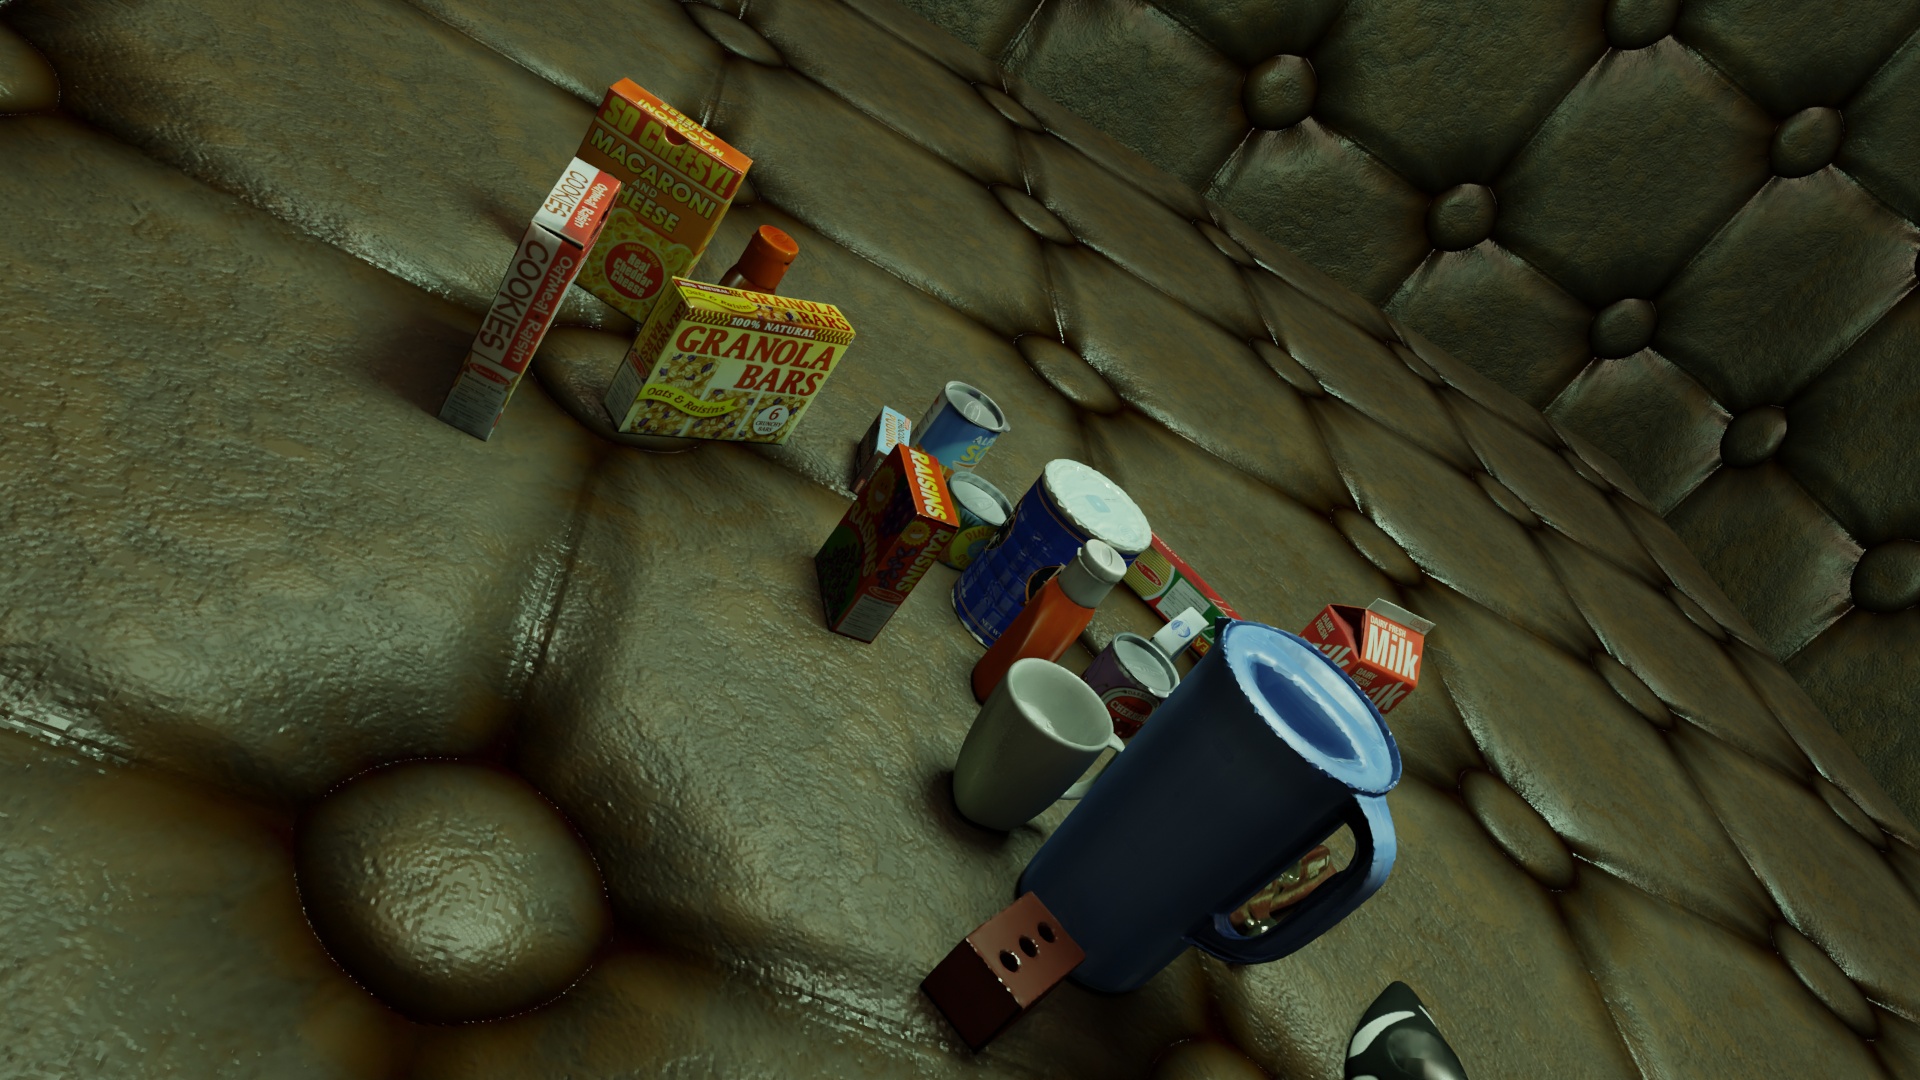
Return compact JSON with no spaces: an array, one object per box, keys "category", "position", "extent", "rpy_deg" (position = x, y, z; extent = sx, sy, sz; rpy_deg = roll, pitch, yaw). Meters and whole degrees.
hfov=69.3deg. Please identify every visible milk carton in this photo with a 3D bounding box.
[{"category":"milk carton","position":[0.318,0.125,1.194],"extent":[0.072,0.189,0.074],"rpy_deg":[22,31,-27]}]

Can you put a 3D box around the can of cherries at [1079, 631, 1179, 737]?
[{"category":"can of cherries","position":[0.135,0.119,1.132],"extent":[0.071,0.058,0.072],"rpy_deg":[28,29,-17]}]

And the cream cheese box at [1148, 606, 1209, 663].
[{"category":"cream cheese box","position":[0.180,0.096,1.224],"extent":[0.024,0.053,0.104],"rpy_deg":[44,28,12]}]

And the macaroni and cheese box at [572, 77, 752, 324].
[{"category":"macaroni and cheese box","position":[-0.267,-0.275,1.152],"extent":[0.123,0.165,0.040],"rpy_deg":[32,28,-11]}]

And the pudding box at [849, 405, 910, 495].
[{"category":"pudding box","position":[-0.068,-0.075,1.201],"extent":[0.030,0.049,0.084],"rpy_deg":[29,29,-15]}]

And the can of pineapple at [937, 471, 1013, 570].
[{"category":"can of pineapple","position":[0.004,-0.015,1.185],"extent":[0.071,0.057,0.071],"rpy_deg":[28,29,-17]}]

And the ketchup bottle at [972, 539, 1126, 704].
[{"category":"ketchup bottle","position":[0.066,0.063,1.042],"extent":[0.043,0.148,0.065],"rpy_deg":[32,28,-10]}]

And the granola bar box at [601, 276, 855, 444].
[{"category":"granola bar box","position":[-0.180,-0.137,1.087],"extent":[0.166,0.123,0.039],"rpy_deg":[1,45,-49]}]

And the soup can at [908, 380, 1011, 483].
[{"category":"soup can","position":[-0.006,-0.090,1.260],"extent":[0.071,0.083,0.072],"rpy_deg":[28,29,-17]}]

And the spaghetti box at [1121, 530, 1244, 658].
[{"category":"spaghetti box","position":[0.247,0.093,1.311],"extent":[0.250,0.050,0.029],"rpy_deg":[45,29,15]}]

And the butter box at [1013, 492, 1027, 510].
[{"category":"butter box","position":[0.087,-0.003,1.269],"extent":[0.103,0.053,0.024],"rpy_deg":[20,32,-30]}]

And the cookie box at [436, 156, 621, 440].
[{"category":"cookie box","position":[-0.295,-0.167,0.955],"extent":[0.040,0.166,0.123],"rpy_deg":[28,29,-18]}]

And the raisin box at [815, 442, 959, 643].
[{"category":"raisin box","position":[-0.055,0.002,1.021],"extent":[0.040,0.123,0.086],"rpy_deg":[21,32,-29]}]

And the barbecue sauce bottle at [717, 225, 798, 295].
[{"category":"barbecue sauce bottle","position":[-0.184,-0.188,1.134],"extent":[0.043,0.148,0.065],"rpy_deg":[39,27,2]}]
